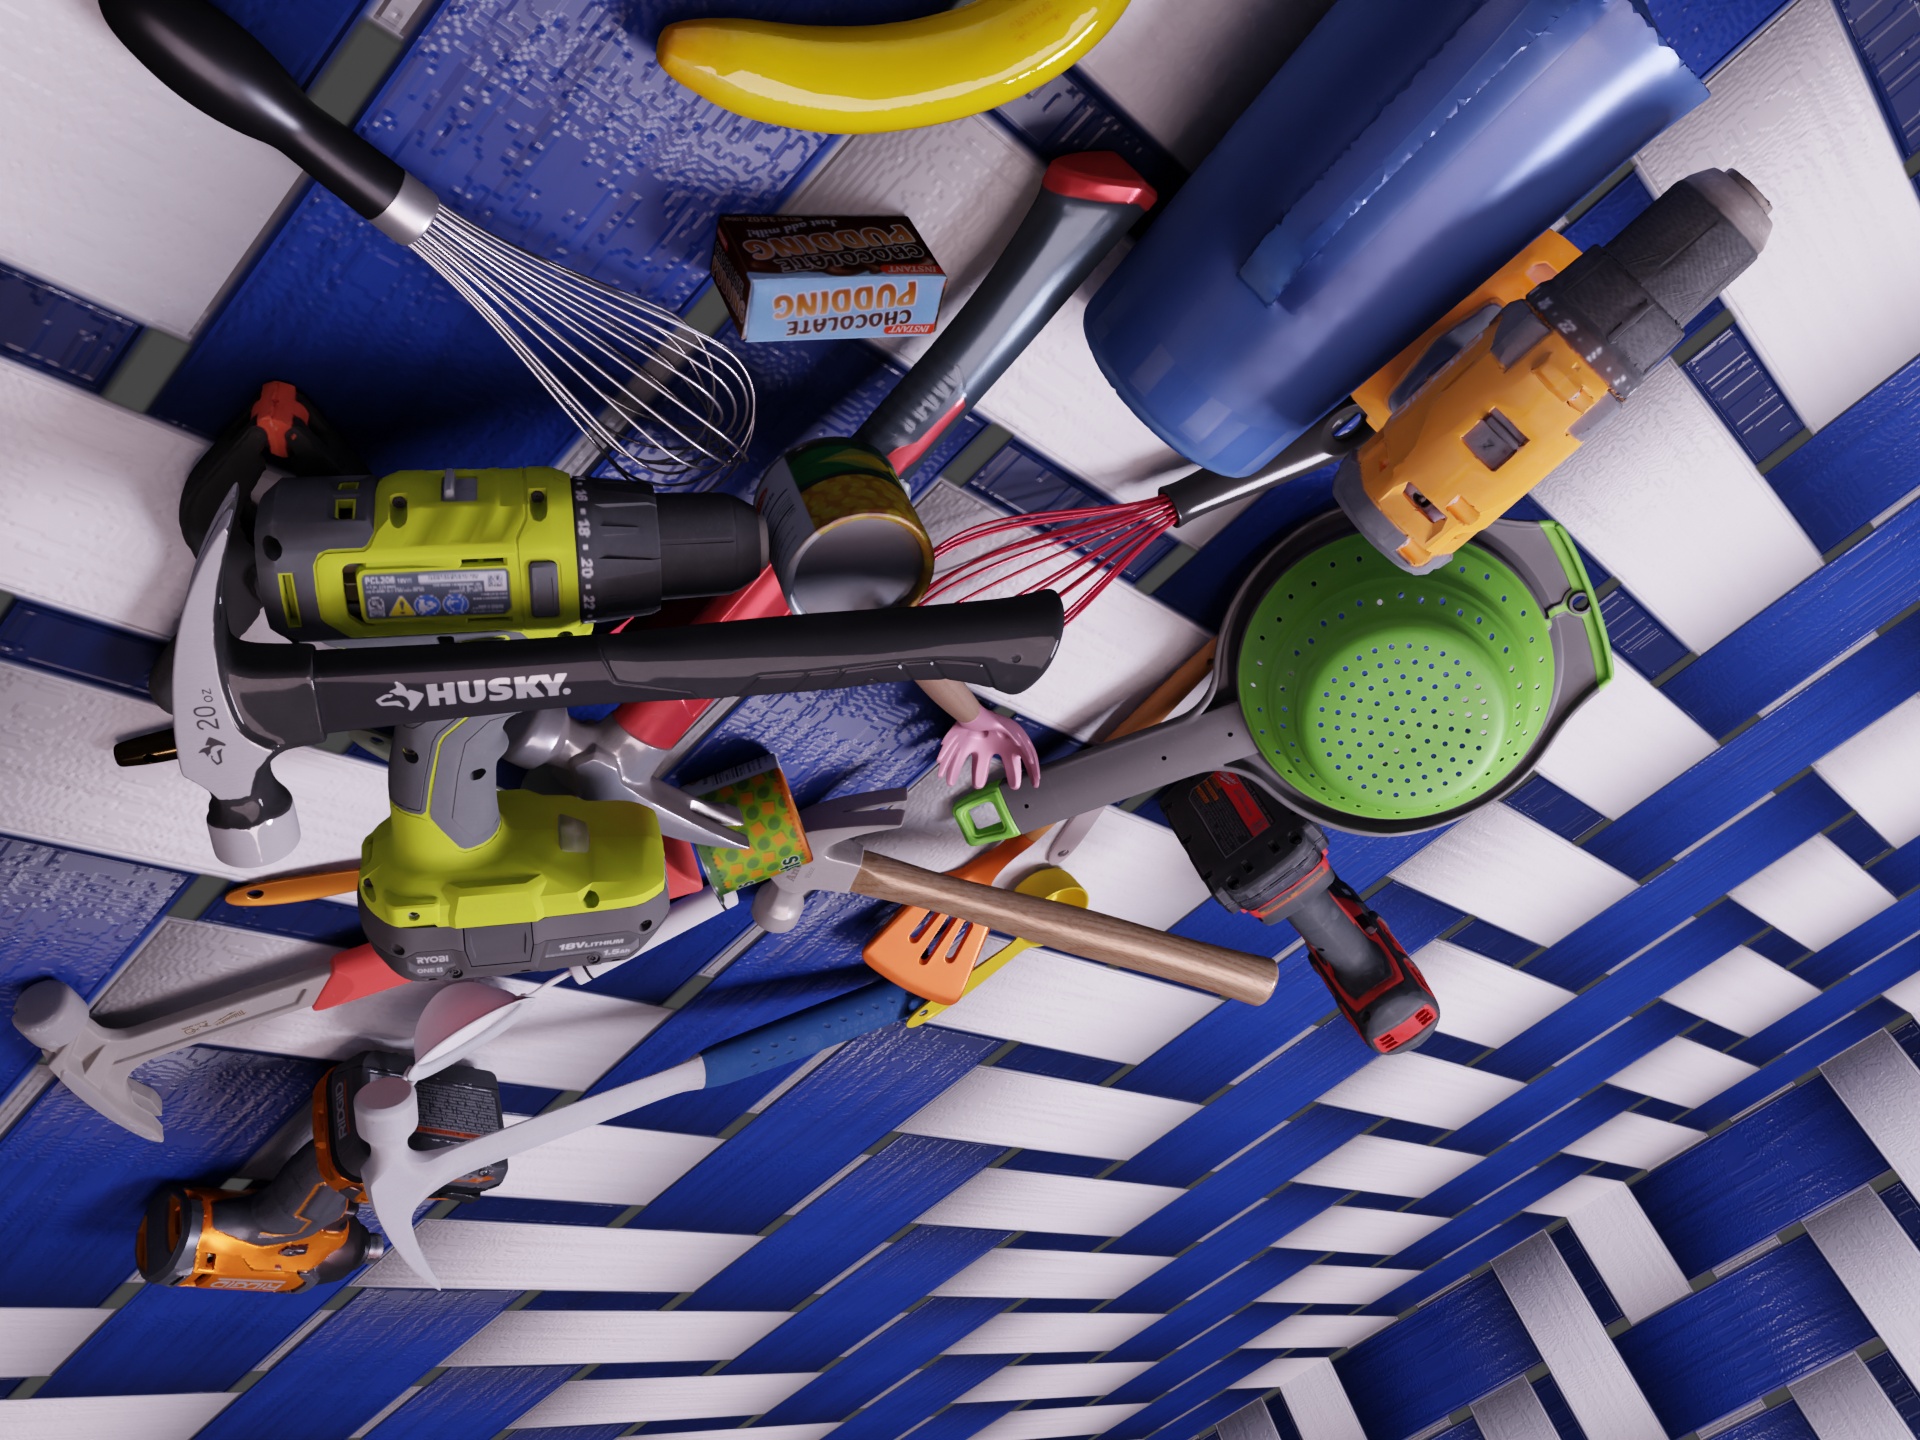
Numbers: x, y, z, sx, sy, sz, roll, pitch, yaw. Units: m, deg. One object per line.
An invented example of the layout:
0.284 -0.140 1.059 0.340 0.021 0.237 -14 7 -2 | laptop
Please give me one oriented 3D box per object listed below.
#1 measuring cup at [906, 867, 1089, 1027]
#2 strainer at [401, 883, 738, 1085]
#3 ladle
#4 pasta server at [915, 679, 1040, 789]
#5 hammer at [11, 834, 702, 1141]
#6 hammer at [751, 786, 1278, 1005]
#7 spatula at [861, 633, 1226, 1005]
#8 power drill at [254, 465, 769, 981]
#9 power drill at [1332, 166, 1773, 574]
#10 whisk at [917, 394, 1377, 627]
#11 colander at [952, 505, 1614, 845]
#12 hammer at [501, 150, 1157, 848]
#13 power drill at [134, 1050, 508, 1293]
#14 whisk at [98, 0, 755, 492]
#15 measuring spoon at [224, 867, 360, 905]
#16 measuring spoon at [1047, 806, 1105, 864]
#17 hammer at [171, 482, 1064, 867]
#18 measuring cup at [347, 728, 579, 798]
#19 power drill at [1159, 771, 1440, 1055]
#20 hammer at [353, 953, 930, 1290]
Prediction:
0.020 0.158 1.108 0.156 0.029 0.062 -37 143 3 | measuring cup
-0.239 0.152 0.966 0.258 0.050 0.087 -27 170 -6 | strainer
-0.237 -0.017 0.763 0.315 0.031 0.069 -13 133 -12 | ladle
-0.001 -0.003 0.815 0.060 0.040 0.316 1 171 9 | pasta server
-0.322 0.143 0.908 0.359 0.037 0.149 -18 144 -8 | hammer
0.044 0.121 0.988 0.331 0.031 0.130 16 133 -12 | hammer
0.060 0.063 1.020 0.081 0.041 0.322 33 117 -21 | spatula
-0.180 -0.002 0.675 0.190 0.080 0.228 -4 127 -14 | power drill
0.248 -0.166 0.691 0.084 0.226 0.185 43 116 -5 | power drill
0.091 -0.101 0.820 0.296 0.073 0.073 -26 145 -7 | whisk
0.170 0.012 0.911 0.397 0.094 0.204 -21 105 18 | colander
-0.044 -0.091 0.731 0.143 0.038 0.386 30 113 -37 | hammer
-0.399 0.305 1.036 0.226 0.084 0.164 -35 144 22 | power drill
-0.179 -0.167 0.584 0.070 0.070 0.284 -38 137 18 | whisk
-0.332 0.083 0.852 0.117 0.011 0.021 -9 142 -14 | measuring spoon
0.091 0.062 1.056 0.034 0.018 0.124 2 137 -32 | measuring spoon
-0.121 -0.026 0.610 0.334 0.035 0.146 -5 126 -14 | hammer
-0.230 0.026 0.818 0.167 0.038 0.083 28 140 -29 | measuring cup
0.232 0.111 1.097 0.080 0.188 0.226 -38 124 10 | power drill
-0.179 0.234 1.028 0.405 0.035 0.144 -15 121 -34 | hammer
